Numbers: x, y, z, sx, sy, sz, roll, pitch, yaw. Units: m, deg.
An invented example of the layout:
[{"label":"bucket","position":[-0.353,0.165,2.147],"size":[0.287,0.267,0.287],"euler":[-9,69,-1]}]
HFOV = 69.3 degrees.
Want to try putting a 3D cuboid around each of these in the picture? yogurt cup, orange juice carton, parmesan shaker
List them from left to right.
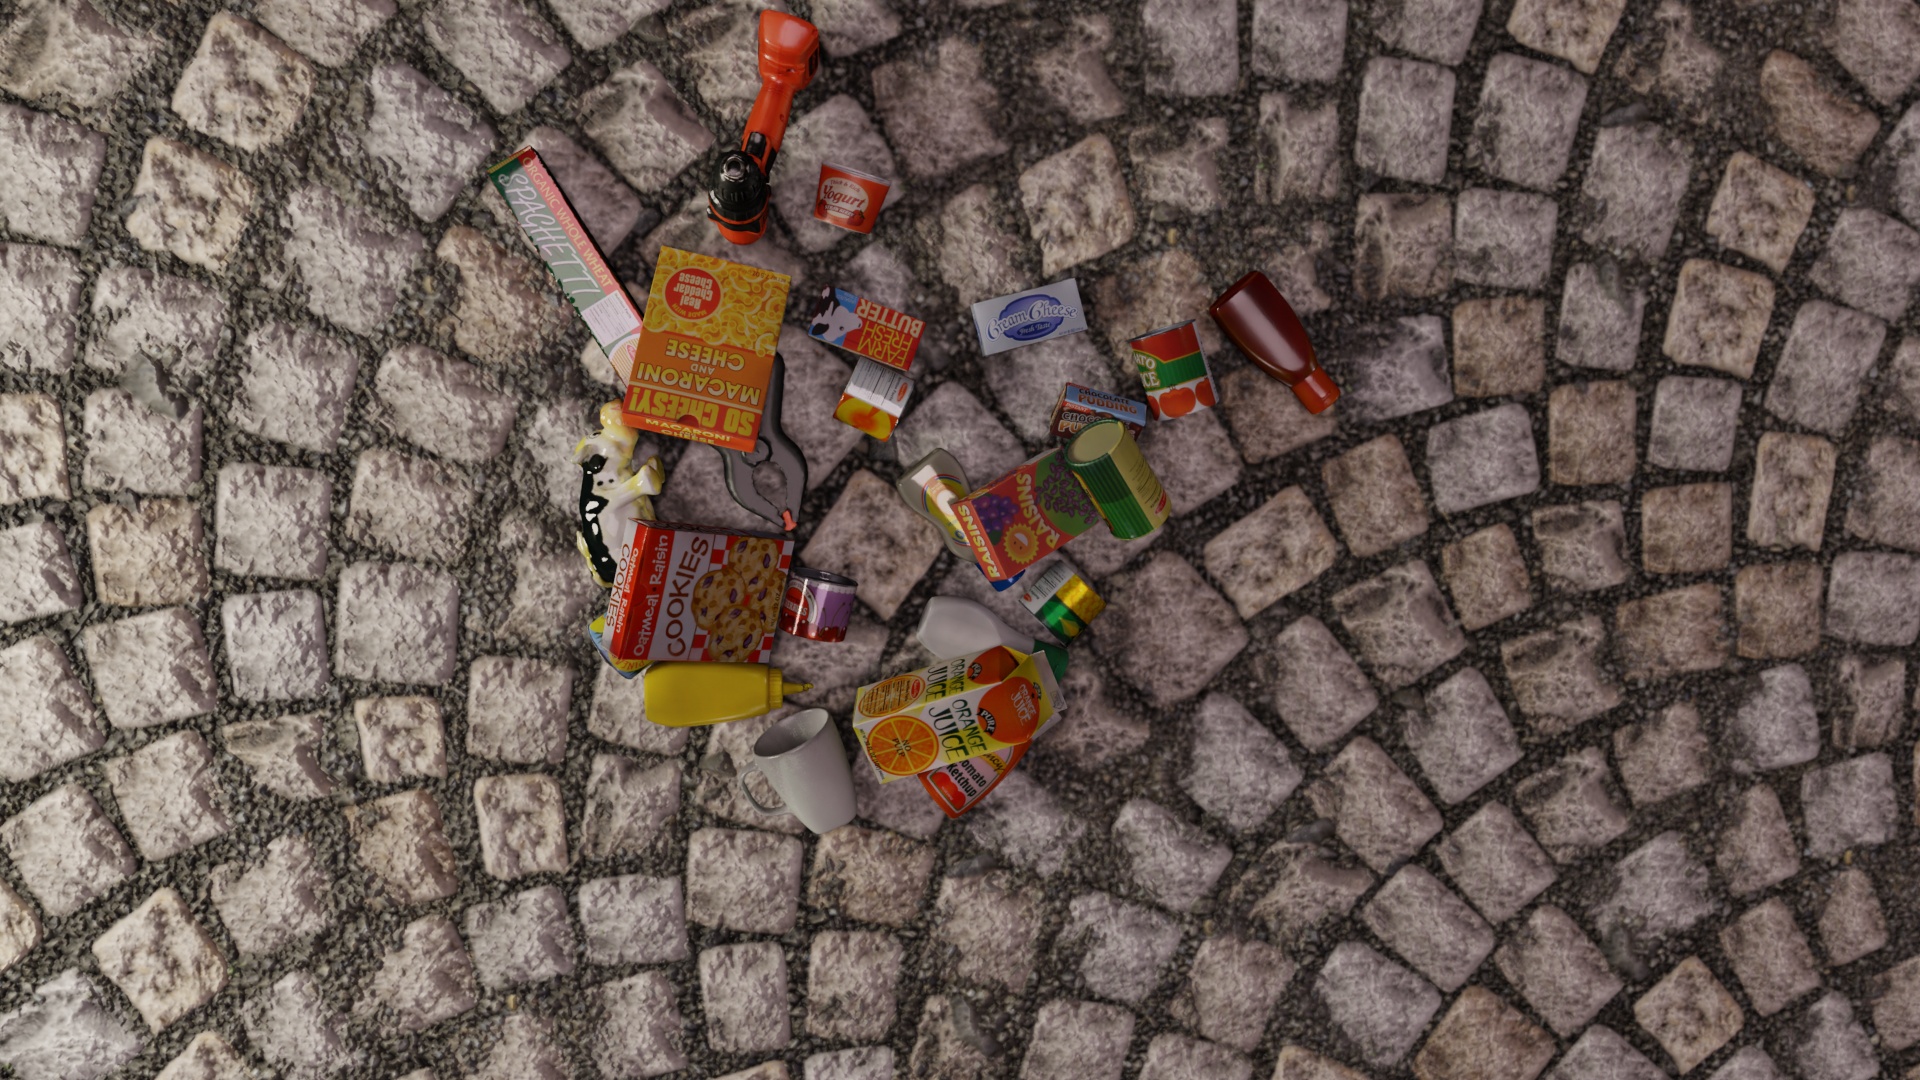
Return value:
[{"label":"yogurt cup","position":[-0.103,-0.319,1.295],"size":[0.072,0.072,0.053],"euler":[16,103,-7]},{"label":"orange juice carton","position":[0.000,0.160,1.327],"size":[0.192,0.073,0.071],"euler":[-18,114,9]},{"label":"parmesan shaker","position":[0.151,-0.061,1.330],"size":[0.071,0.071,0.102],"euler":[-36,122,0]}]

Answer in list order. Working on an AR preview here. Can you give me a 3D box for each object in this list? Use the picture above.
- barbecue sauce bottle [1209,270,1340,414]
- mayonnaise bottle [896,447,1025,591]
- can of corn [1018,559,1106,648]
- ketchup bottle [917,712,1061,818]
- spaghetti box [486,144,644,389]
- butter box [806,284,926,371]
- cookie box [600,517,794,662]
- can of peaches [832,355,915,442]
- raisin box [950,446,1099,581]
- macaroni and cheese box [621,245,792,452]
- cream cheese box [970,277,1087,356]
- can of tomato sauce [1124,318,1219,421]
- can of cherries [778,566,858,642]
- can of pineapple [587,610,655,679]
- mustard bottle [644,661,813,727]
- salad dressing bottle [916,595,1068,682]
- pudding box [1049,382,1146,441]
[{"label":"barbecue sauce bottle","position":[0.312,-0.190,1.359],"size":[0.065,0.044,0.148],"euler":[-42,99,1]},{"label":"mayonnaise bottle","position":[0.005,-0.017,1.349],"size":[0.065,0.041,0.148],"euler":[-40,99,-2]},{"label":"can of corn","position":[0.102,0.063,1.356],"size":[0.071,0.071,0.058],"euler":[44,91,-9]},{"label":"ketchup bottle","position":[0.031,0.207,1.376],"size":[0.149,0.043,0.064],"euler":[-38,98,-1]},{"label":"spaghetti box","position":[-0.349,-0.247,1.296],"size":[0.050,0.029,0.249],"euler":[-32,98,-1]},{"label":"butter box","position":[-0.090,-0.202,1.328],"size":[0.103,0.024,0.053],"euler":[19,95,-7]},{"label":"cookie box","position":[-0.240,0.049,1.285],"size":[0.168,0.040,0.122],"euler":[7,98,-46]},{"label":"can of peaches","position":[-0.083,-0.133,1.317],"size":[0.058,0.071,0.071],"euler":[25,94,-8]},{"label":"raisin box","position":[0.063,-0.026,1.331],"size":[0.124,0.040,0.086],"euler":[-31,101,-29]},{"label":"macaroni and cheese box","position":[-0.233,-0.176,1.278],"size":[0.124,0.040,0.167],"euler":[12,75,-8]},{"label":"cream cheese box","position":[0.066,-0.216,1.342],"size":[0.104,0.024,0.053],"euler":[-15,96,-4]},{"label":"can of tomato sauce","position":[0.205,-0.163,1.340],"size":[0.071,0.071,0.083],"euler":[-19,99,-3]},{"label":"can of cherries","position":[-0.139,0.061,1.330],"size":[0.071,0.071,0.058],"euler":[14,96,-7]},{"label":"can of pineapple","position":[-0.310,0.090,1.317],"size":[0.058,0.071,0.071],"euler":[-38,99,0]},{"label":"mustard bottle","position":[-0.222,0.146,1.342],"size":[0.160,0.049,0.065],"euler":[0,97,-6]},{"label":"salad dressing bottle","position":[0.032,0.101,1.365],"size":[0.148,0.044,0.064],"euler":[21,99,-9]},{"label":"pudding box","position":[0.134,-0.118,1.345],"size":[0.084,0.030,0.049],"euler":[16,134,-7]}]
